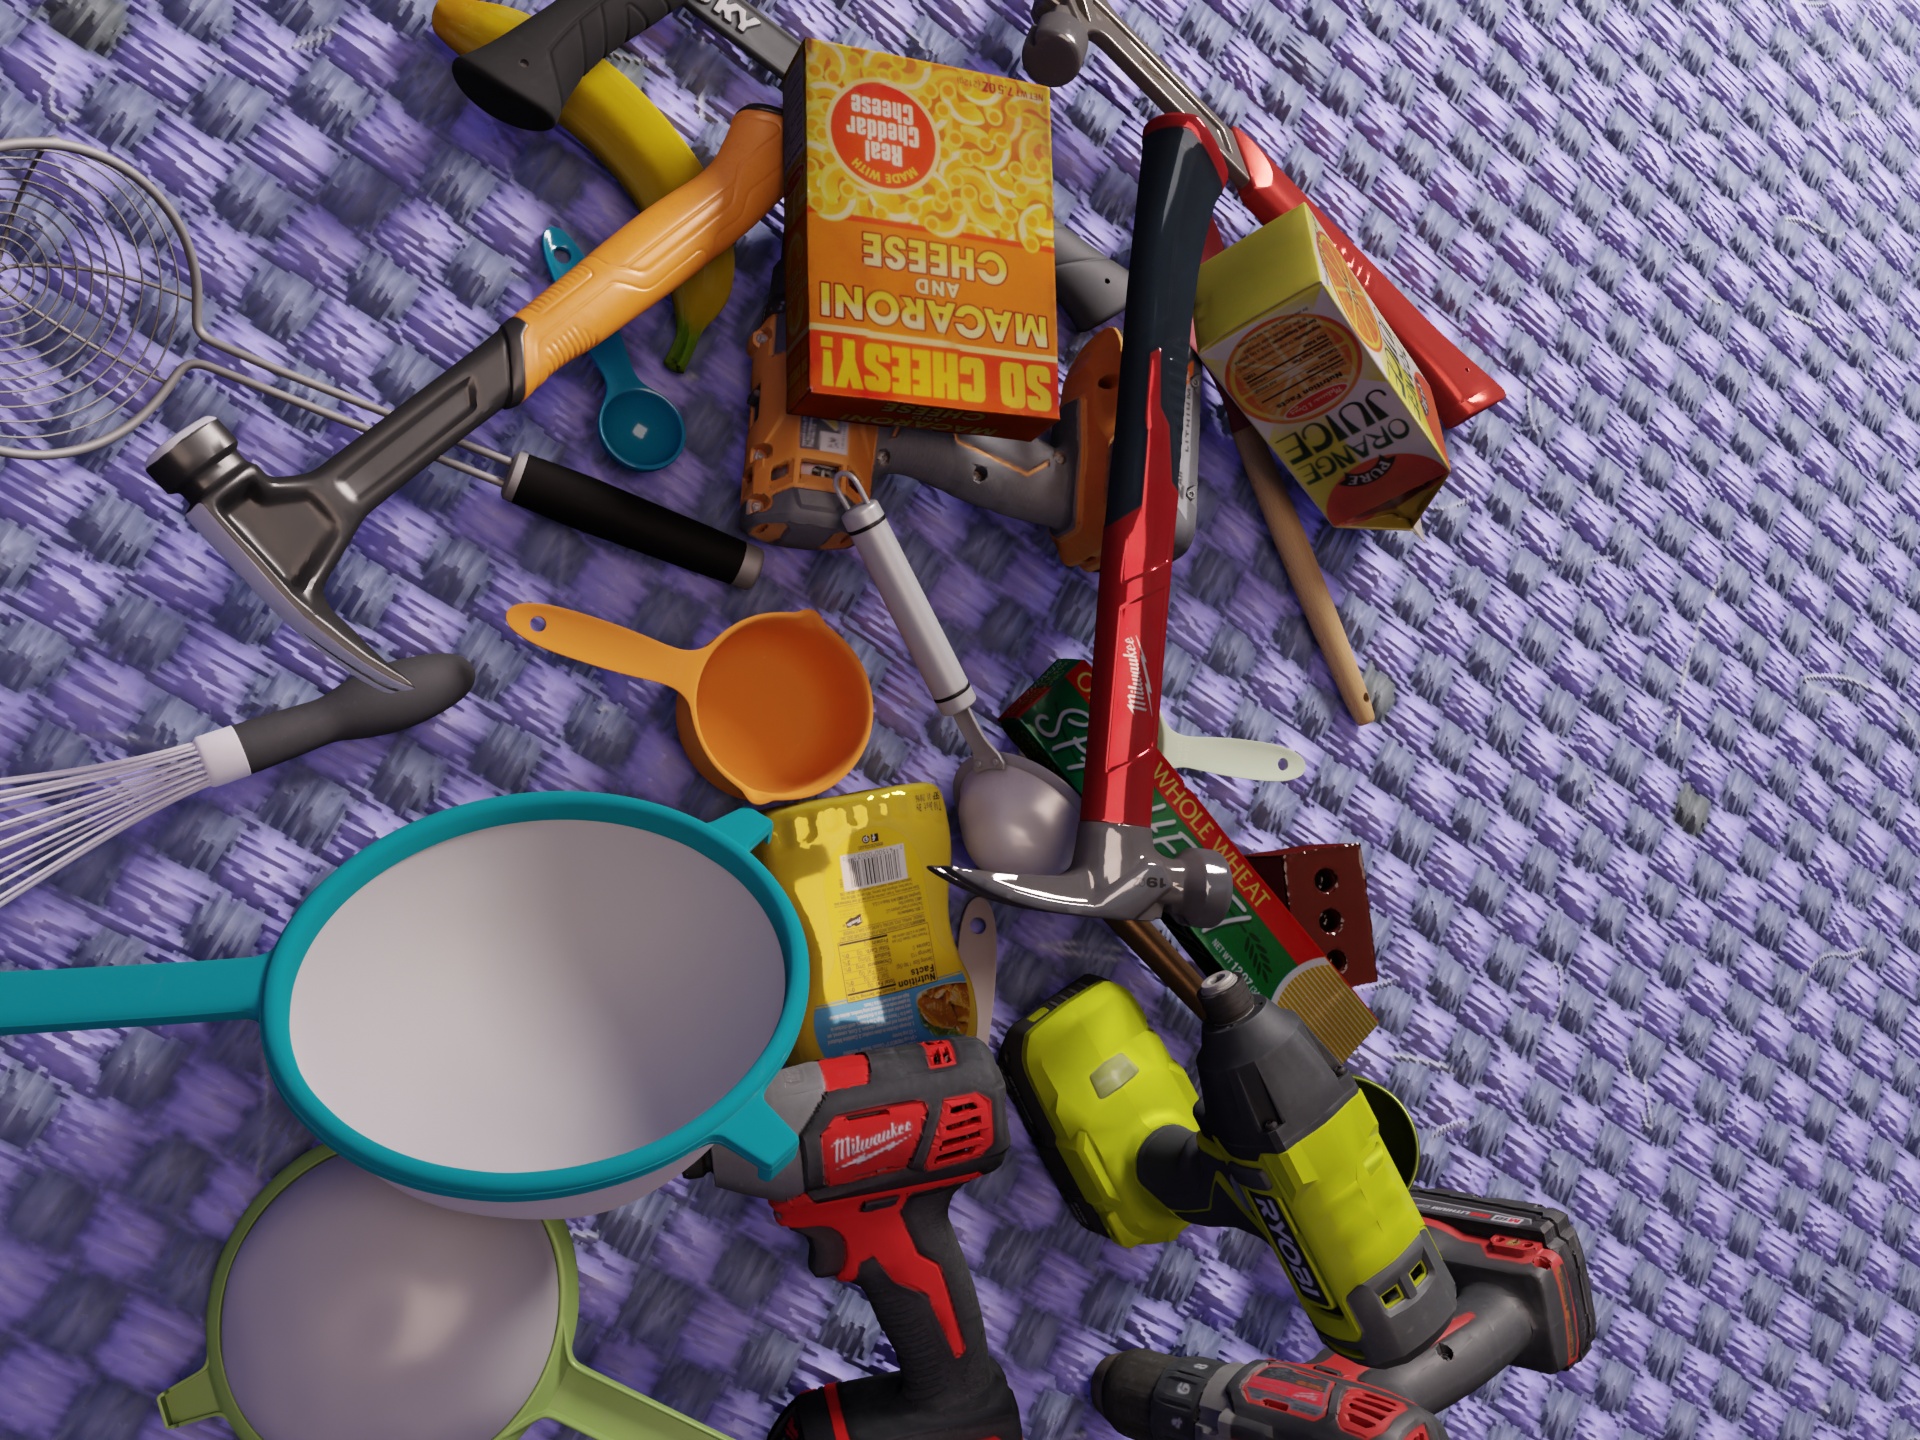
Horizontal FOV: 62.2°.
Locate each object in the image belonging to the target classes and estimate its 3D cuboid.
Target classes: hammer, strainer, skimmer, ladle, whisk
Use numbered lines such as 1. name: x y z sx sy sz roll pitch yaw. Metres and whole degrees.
1. hammer: -0.107 -0.388 0.757 0.146 0.035 0.335 49 67 -13
2. hammer: -0.172 -0.162 0.689 0.337 0.034 0.127 -49 114 -27
3. hammer: 0.183 -0.295 0.898 0.358 0.036 0.149 37 49 -22
4. hammer: 0.072 -0.101 0.749 0.143 0.038 0.386 8 83 -21
5. strainer: -0.233 0.133 0.648 0.340 0.211 0.095 -2 129 -10
6. strainer: -0.001 -0.002 0.761 0.050 0.087 0.258 -42 112 -41
7. skimmer: -0.248 -0.123 0.676 0.363 0.090 0.127 20 98 -22
8. ladle: 0.171 -0.141 0.896 0.069 0.031 0.315 -30 100 -39
9. whisk: -0.334 0.025 0.646 0.284 0.070 0.070 -24 95 -28
10. strainer: -0.185 0.262 0.640 0.256 0.069 0.151 26 74 0
11. hammer: -0.072 -0.328 0.804 0.408 0.036 0.149 31 73 -18
12. ladle: 0.123 0.141 0.835 0.078 0.062 0.320 -44 100 -7

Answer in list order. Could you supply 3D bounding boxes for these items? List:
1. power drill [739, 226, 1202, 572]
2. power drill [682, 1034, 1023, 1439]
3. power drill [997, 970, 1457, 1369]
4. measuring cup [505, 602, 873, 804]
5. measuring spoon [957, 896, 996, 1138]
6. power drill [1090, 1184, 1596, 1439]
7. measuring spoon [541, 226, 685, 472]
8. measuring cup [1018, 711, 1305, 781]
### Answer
1. power drill: 0.005 -0.169 0.801 0.226 0.084 0.185 6 81 -19
2. power drill: -0.045 0.254 0.705 0.143 0.079 0.219 -7 101 -12
3. power drill: 0.110 0.186 0.731 0.080 0.223 0.171 -31 98 -23
4. measuring cup: -0.128 -0.017 0.741 0.173 0.052 0.095 19 77 -18
5. measuring spoon: 0.005 0.152 0.806 0.034 0.018 0.124 6 76 -9
6. power drill: 0.195 0.318 0.805 0.226 0.188 0.080 -16 96 -42
7. measuring spoon: -0.172 -0.174 0.759 0.042 0.021 0.128 -22 85 -31
8. measuring cup: 0.107 0.017 0.849 0.167 0.038 0.083 7 82 -25
